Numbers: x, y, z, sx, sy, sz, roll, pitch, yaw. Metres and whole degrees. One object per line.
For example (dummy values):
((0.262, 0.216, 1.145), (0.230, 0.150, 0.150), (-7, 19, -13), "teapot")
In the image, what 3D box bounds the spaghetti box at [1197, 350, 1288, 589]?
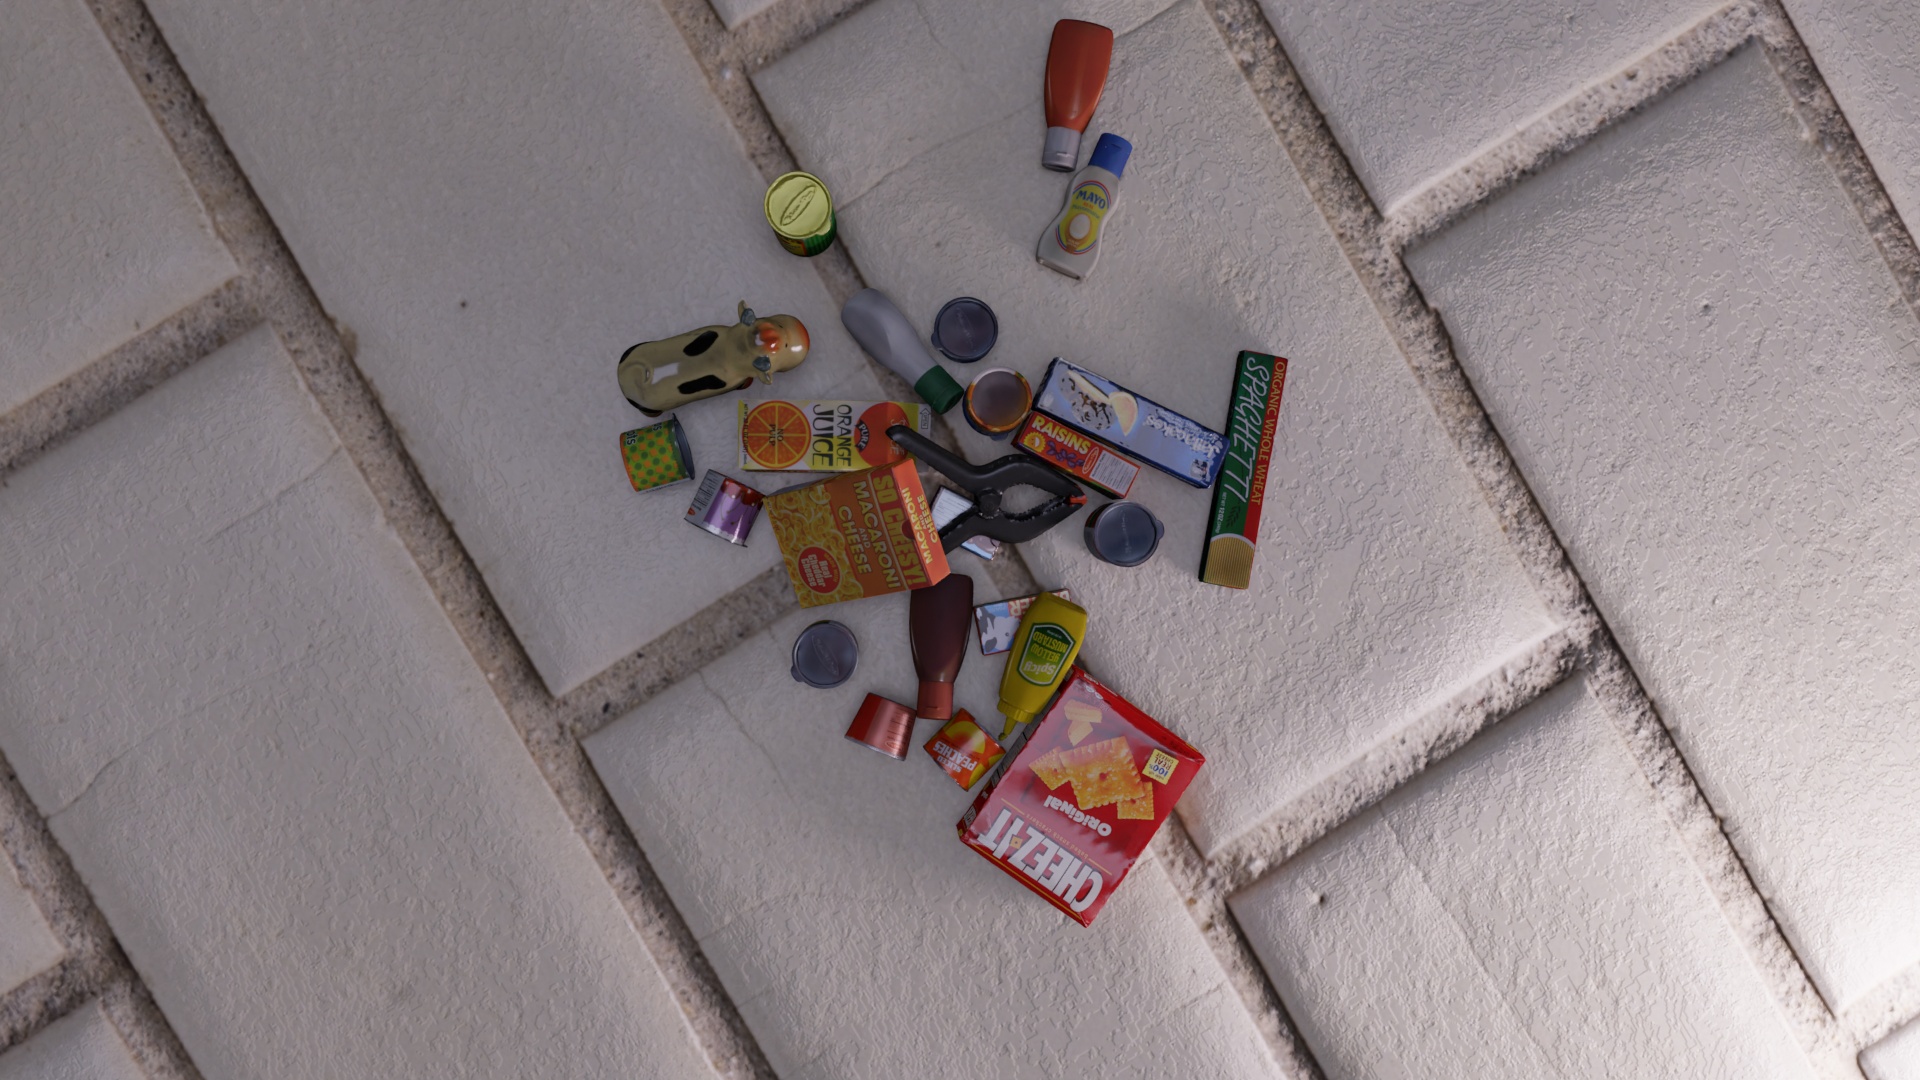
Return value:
((0.296, -0.075, 1.455), (0.050, 0.028, 0.250), (10, 90, -3), "spaghetti box")

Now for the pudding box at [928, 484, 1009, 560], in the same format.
((0.005, -0.018, 1.441), (0.084, 0.030, 0.049), (27, 88, -3), "pudding box")

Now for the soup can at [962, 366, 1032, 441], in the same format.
((0.038, -0.138, 1.415), (0.071, 0.084, 0.071), (0, 91, -3), "soup can")

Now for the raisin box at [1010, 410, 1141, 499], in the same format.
((0.116, -0.086, 1.418), (0.123, 0.086, 0.040), (28, 91, -3), "raisin box")

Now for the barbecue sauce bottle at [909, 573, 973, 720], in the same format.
((-0.022, 0.108, 1.421), (0.065, 0.043, 0.148), (2, 79, 7), "barbecue sauce bottle")

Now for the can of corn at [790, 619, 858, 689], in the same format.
((-0.139, 0.117, 1.421), (0.071, 0.058, 0.071), (0, 91, -3), "can of corn")

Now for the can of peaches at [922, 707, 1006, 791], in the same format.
((0.004, 0.214, 1.422), (0.058, 0.071, 0.071), (-44, 92, -2), "can of peaches")

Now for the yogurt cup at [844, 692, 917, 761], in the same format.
((-0.079, 0.190, 1.423), (0.072, 0.072, 0.054), (22, 82, -3), "yogurt cup")

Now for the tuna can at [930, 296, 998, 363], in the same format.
((0.003, -0.216, 1.438), (0.071, 0.033, 0.071), (0, 90, -3), "tuna can")

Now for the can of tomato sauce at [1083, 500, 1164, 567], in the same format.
((0.166, -0.008, 1.422), (0.071, 0.083, 0.071), (0, 91, -3), "can of tomato sauce")

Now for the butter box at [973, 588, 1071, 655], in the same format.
((0.068, 0.084, 1.447), (0.103, 0.024, 0.053), (-11, 92, -2), "butter box")

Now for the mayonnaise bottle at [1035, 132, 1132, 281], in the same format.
((0.133, -0.347, 1.439), (0.065, 0.041, 0.148), (24, 90, -1), "mayonnaise bottle")

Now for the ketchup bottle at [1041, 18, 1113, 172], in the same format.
((0.115, -0.459, 1.437), (0.065, 0.043, 0.148), (11, 90, -2), "ketchup bottle")

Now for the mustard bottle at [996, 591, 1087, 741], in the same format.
((0.075, 0.134, 1.413), (0.065, 0.049, 0.160), (22, 95, -2), "mustard bottle")

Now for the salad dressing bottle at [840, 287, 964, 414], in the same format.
((-0.058, -0.191, 1.412), (0.044, 0.064, 0.148), (-37, 79, -31), "salad dressing bottle")

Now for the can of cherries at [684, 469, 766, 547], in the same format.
((-0.237, -0.033, 1.414), (0.071, 0.071, 0.058), (25, 89, -3), "can of cherries")

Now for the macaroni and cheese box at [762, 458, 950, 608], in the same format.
((-0.105, -0.004, 1.377), (0.166, 0.040, 0.123), (-11, 103, 33), "macaroni and cheese box")

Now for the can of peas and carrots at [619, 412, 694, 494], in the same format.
((-0.308, -0.088, 1.408), (0.059, 0.071, 0.071), (-16, 91, -2), "can of peas and carrots")

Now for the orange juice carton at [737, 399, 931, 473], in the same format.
((-0.127, -0.105, 1.413), (0.193, 0.073, 0.071), (0, 90, -3), "orange juice carton")

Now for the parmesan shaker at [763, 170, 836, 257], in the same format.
((-0.157, -0.324, 1.395), (0.071, 0.103, 0.071), (0, 91, -2), "parmesan shaker")
